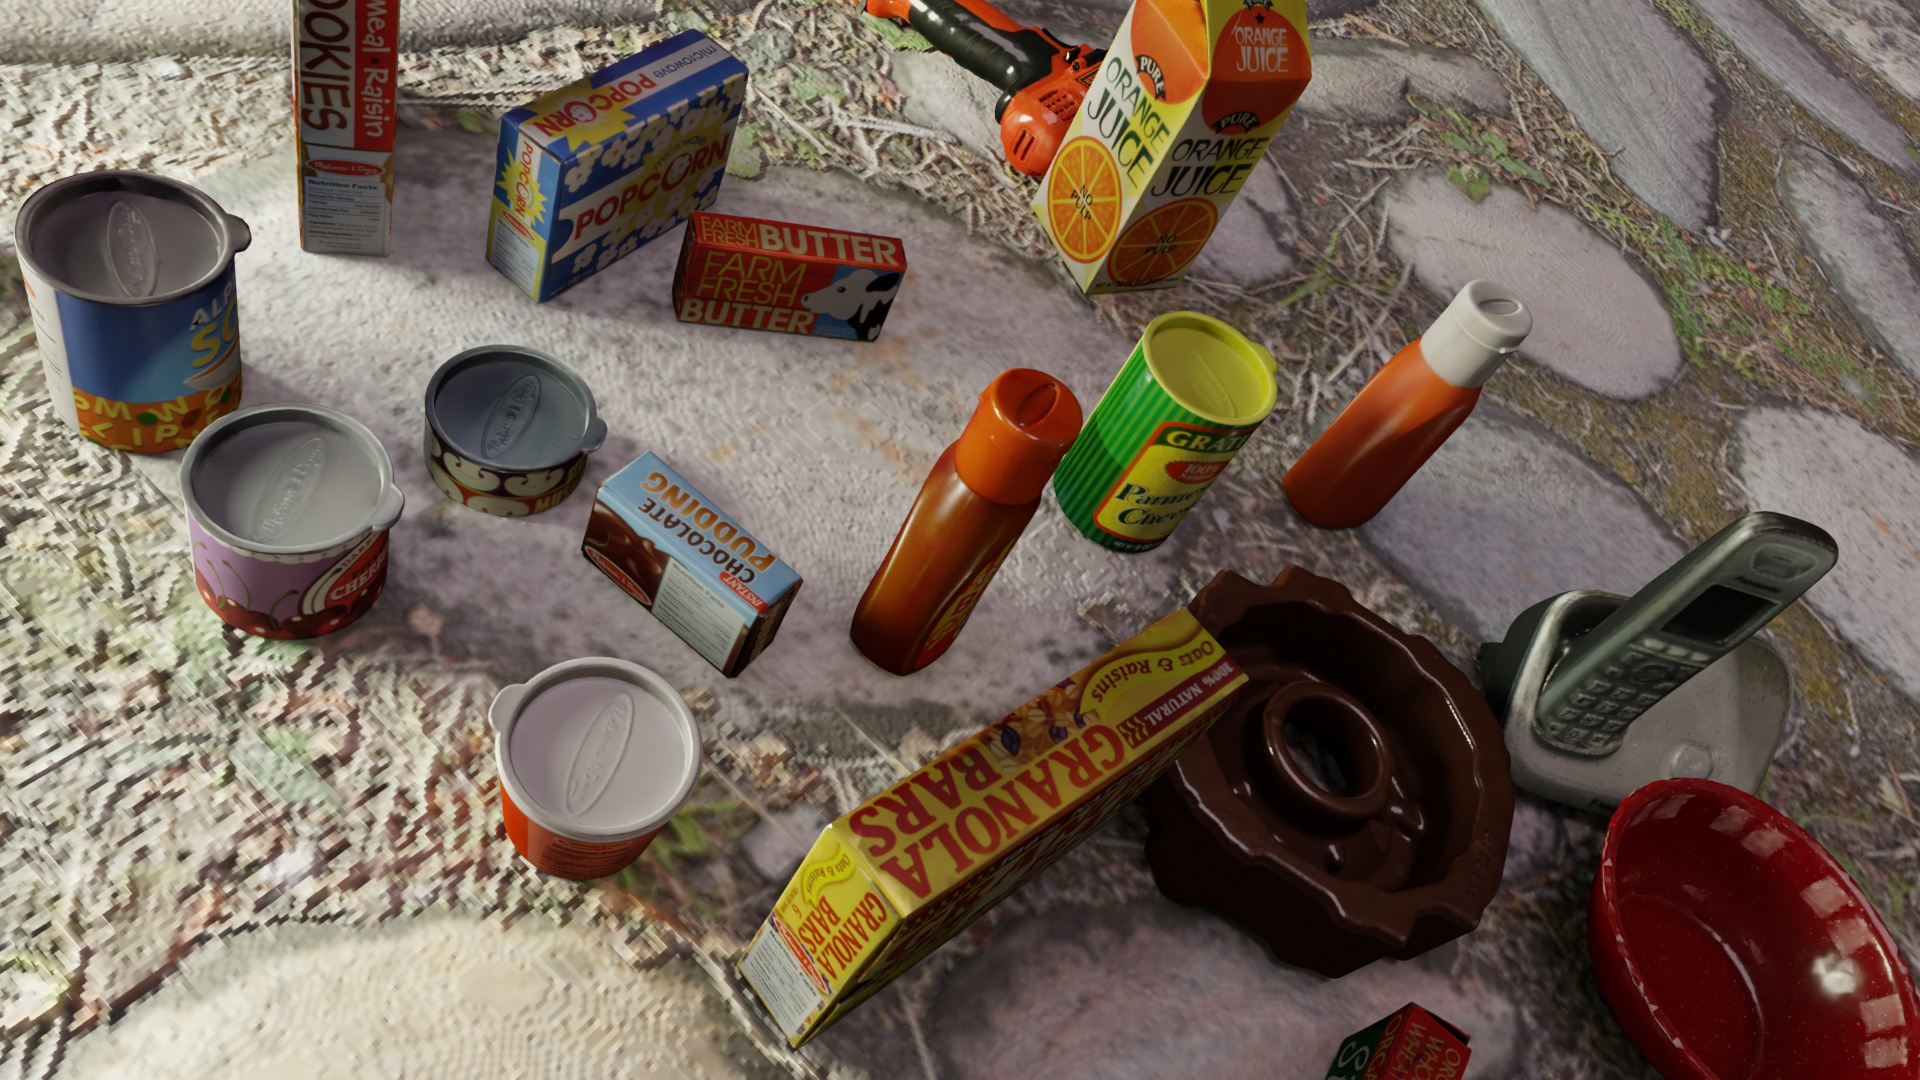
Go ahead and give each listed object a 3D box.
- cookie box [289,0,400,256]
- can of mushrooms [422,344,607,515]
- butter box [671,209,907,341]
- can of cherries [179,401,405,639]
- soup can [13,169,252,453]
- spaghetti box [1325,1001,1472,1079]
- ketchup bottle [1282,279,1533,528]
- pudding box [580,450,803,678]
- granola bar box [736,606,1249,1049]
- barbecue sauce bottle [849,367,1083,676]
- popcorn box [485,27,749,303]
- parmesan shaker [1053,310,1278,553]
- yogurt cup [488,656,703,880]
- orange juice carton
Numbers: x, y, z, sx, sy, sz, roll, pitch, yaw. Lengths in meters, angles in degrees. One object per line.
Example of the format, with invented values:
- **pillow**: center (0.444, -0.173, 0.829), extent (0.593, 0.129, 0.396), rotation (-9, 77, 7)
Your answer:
- **cookie box**: center (-0.259, -0.223, 0.582), extent (0.040, 0.166, 0.123), rotation (0, 55, -25)
- **can of mushrooms**: center (-0.182, -0.044, 0.568), extent (0.071, 0.033, 0.071), rotation (12, 51, -16)
- **butter box**: center (-0.082, -0.125, 0.663), extent (0.104, 0.052, 0.024), rotation (3, 54, -22)
- **can of cherries**: center (-0.237, -0.005, 0.497), extent (0.071, 0.058, 0.072), rotation (12, 51, -16)
- **soup can**: center (-0.299, -0.082, 0.511), extent (0.071, 0.083, 0.072), rotation (12, 51, -16)
- **spaghetti box**: center (0.107, 0.258, 0.456), extent (0.029, 0.050, 0.251), rotation (39, 49, 7)
- **ketchup bottle**: center (0.223, -0.065, 0.691), extent (0.065, 0.148, 0.044), rotation (-10, 60, -30)
- **pudding box**: center (-0.108, 0.010, 0.550), extent (0.084, 0.049, 0.030), rotation (39, 49, 7)
- **granola bar box**: center (0.012, 0.100, 0.486), extent (0.166, 0.123, 0.039), rotation (-26, 69, -37)
- **barbecue sauce bottle**: center (0.002, -0.007, 0.547), extent (0.044, 0.147, 0.065), rotation (37, 49, 5)
- **popcorn box**: center (-0.158, -0.176, 0.646), extent (0.038, 0.084, 0.127), rotation (39, 49, 7)
- **parmesan shaker**: center (0.096, -0.048, 0.651), extent (0.071, 0.102, 0.071), rotation (12, 51, -16)
- **yogurt cup**: center (-0.128, 0.082, 0.482), extent (0.072, 0.053, 0.073), rotation (12, 51, -16)
- **orange juice carton**: center (0.116, -0.224, 0.736), extent (0.072, 0.191, 0.073), rotation (-11, 60, -30)
